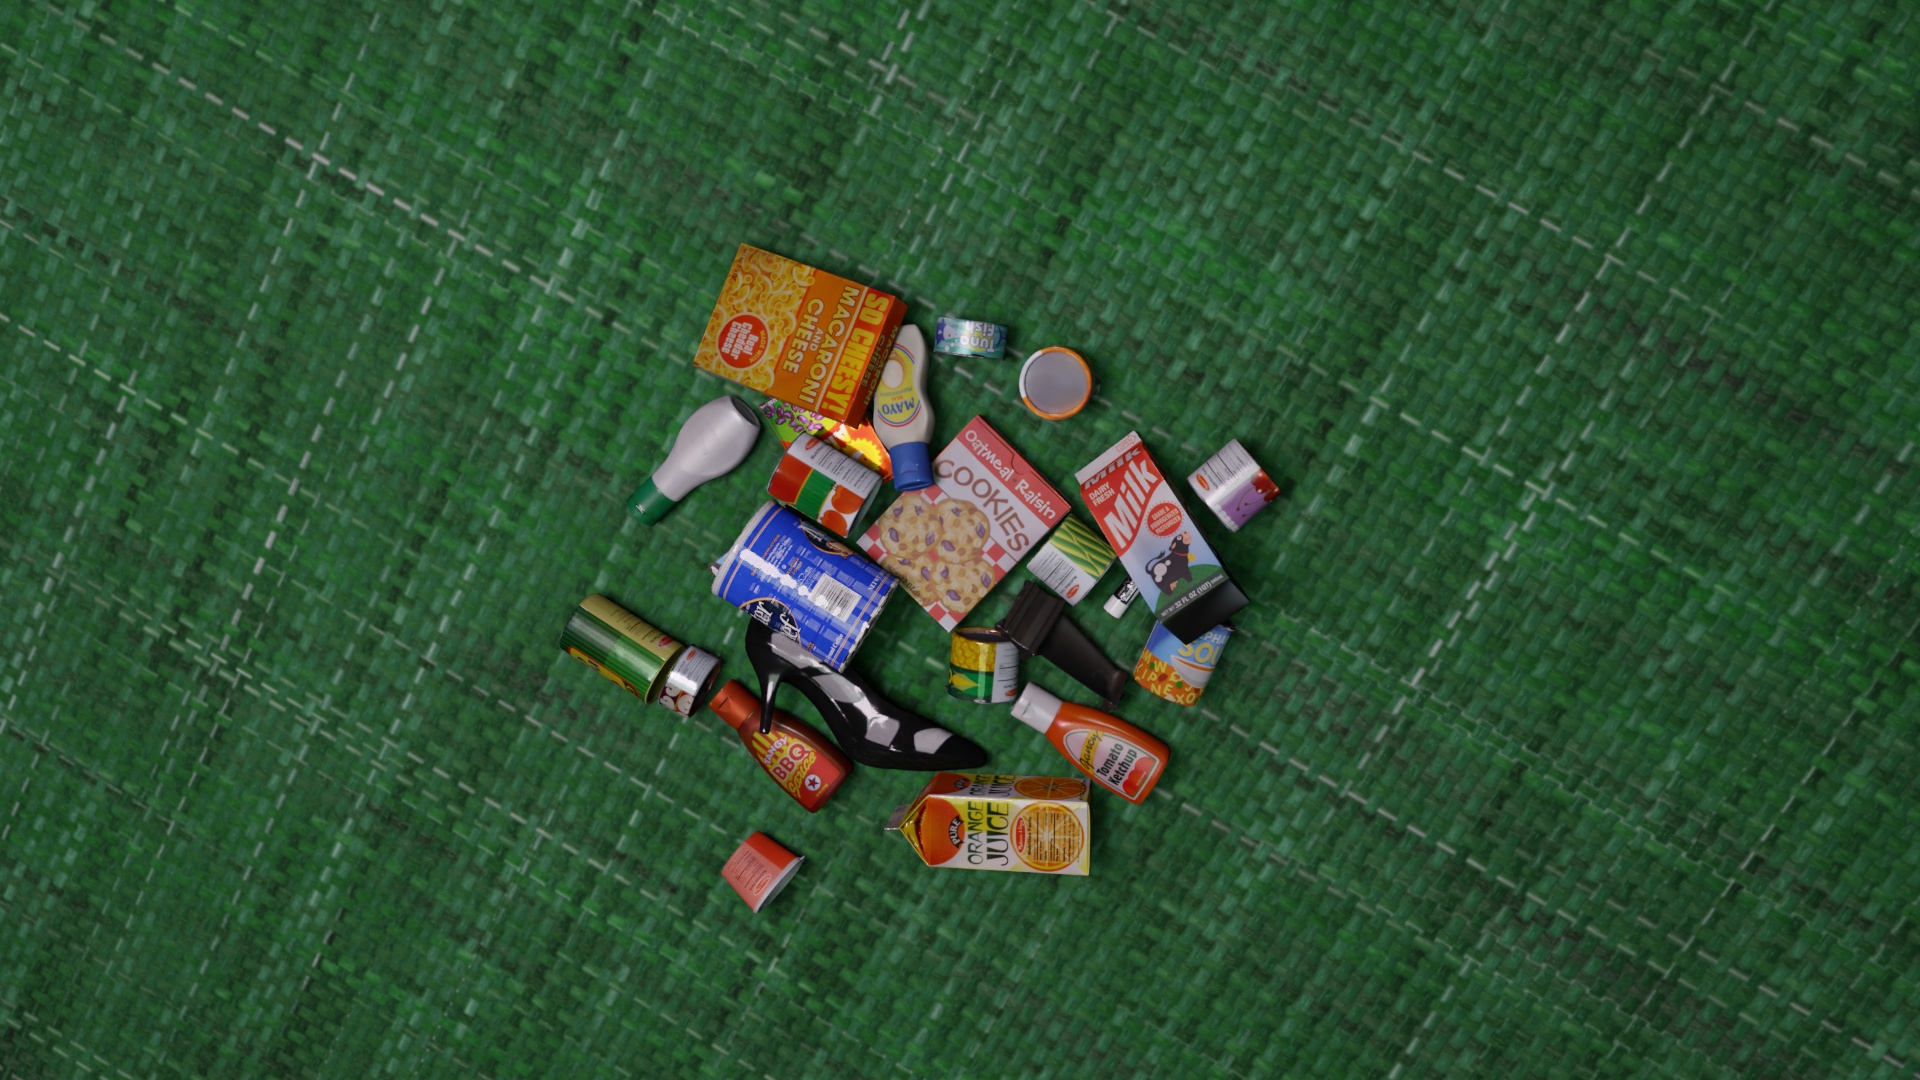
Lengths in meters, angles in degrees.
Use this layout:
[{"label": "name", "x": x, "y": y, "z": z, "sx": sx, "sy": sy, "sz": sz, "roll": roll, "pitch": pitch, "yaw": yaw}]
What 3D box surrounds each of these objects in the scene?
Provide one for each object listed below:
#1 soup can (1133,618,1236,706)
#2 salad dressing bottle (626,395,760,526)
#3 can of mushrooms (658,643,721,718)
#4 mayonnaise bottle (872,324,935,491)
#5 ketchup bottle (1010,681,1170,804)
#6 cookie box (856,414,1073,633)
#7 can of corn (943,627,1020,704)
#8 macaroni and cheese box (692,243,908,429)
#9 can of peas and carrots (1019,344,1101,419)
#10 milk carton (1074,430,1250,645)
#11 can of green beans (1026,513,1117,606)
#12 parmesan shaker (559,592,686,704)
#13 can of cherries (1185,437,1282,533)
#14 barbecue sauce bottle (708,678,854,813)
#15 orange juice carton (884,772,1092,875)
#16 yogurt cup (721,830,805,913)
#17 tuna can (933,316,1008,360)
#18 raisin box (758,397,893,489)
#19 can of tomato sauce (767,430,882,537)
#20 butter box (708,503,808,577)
[{"label": "soup can", "x": 0.206, "y": 0.101, "z": 1.269, "sx": 0.071, "sy": 0.071, "sz": 0.083, "roll": 23, "pitch": 101, "yaw": 4}, {"label": "salad dressing bottle", "x": -0.257, "y": -0.074, "z": 1.326, "sx": 0.147, "sy": 0.044, "sz": 0.064, "roll": -41, "pitch": 93, "yaw": 13}, {"label": "can of mushrooms", "x": -0.262, "y": 0.137, "z": 1.346, "sx": 0.033, "sy": 0.071, "sz": 0.071, "roll": 27, "pitch": 101, "yaw": 3}, {"label": "mayonnaise bottle", "x": -0.053, "y": -0.120, "z": 1.270, "sx": 0.065, "sy": 0.041, "sz": 0.148, "roll": -11, "pitch": 78, "yaw": 9}, {"label": "ketchup bottle", "x": 0.120, "y": 0.185, "z": 1.307, "sx": 0.149, "sy": 0.044, "sz": 0.064, "roll": 30, "pitch": 109, "yaw": 4}, {"label": "cookie box", "x": 0.005, "y": -0.016, "z": 1.297, "sx": 0.123, "sy": 0.040, "sz": 0.167, "roll": 44, "pitch": 102, "yaw": 1}, {"label": "can of corn", "x": 0.020, "y": 0.116, "z": 1.301, "sx": 0.071, "sy": 0.071, "sz": 0.058, "roll": 6, "pitch": 98, "yaw": 7}, {"label": "macaroni and cheese box", "x": -0.146, "y": -0.187, "z": 1.265, "sx": 0.166, "sy": 0.040, "sz": 0.123, "roll": 22, "pitch": 90, "yaw": 20}, {"label": "can of peas and carrots", "x": 0.091, "y": -0.143, "z": 1.258, "sx": 0.071, "sy": 0.059, "sz": 0.071, "roll": 1, "pitch": 99, "yaw": 8}, {"label": "milk carton", "x": 0.172, "y": -0.009, "z": 1.235, "sx": 0.072, "sy": 0.073, "sz": 0.191, "roll": -36, "pitch": 58, "yaw": 11}, {"label": "can of green beans", "x": 0.103, "y": 0.017, "z": 1.275, "sx": 0.058, "sy": 0.071, "sz": 0.071, "roll": 40, "pitch": 102, "yaw": 2}, {"label": "parmesan shaker", "x": -0.327, "y": 0.104, "z": 1.350, "sx": 0.103, "sy": 0.071, "sz": 0.071, "roll": 31, "pitch": 101, "yaw": 7}, {"label": "can of cherries", "x": 0.247, "y": -0.049, "z": 1.247, "sx": 0.058, "sy": 0.071, "sz": 0.071, "roll": -41, "pitch": 91, "yaw": 11}, {"label": "barbecue sauce bottle", "x": -0.178, "y": 0.196, "z": 1.352, "sx": 0.148, "sy": 0.044, "sz": 0.064, "roll": 40, "pitch": 103, "yaw": 1}, {"label": "orange juice carton", "x": 0.028, "y": 0.267, "z": 1.318, "sx": 0.193, "sy": 0.072, "sz": 0.073, "roll": 1, "pitch": 98, "yaw": 8}, {"label": "yogurt cup", "x": -0.197, "y": 0.323, "z": 1.364, "sx": 0.054, "sy": 0.072, "sz": 0.072, "roll": 38, "pitch": 102, "yaw": 10}, {"label": "tuna can", "x": 0.010, "y": -0.183, "z": 1.257, "sx": 0.071, "sy": 0.071, "sz": 0.032, "roll": 8, "pitch": 99, "yaw": 7}, {"label": "raisin box", "x": -0.119, "y": -0.097, "z": 1.305, "sx": 0.086, "sy": 0.040, "sz": 0.123, "roll": -30, "pitch": 94, "yaw": 10}, {"label": "can of tomato sauce", "x": -0.123, "y": -0.049, "z": 1.258, "sx": 0.083, "sy": 0.071, "sz": 0.071, "roll": 30, "pitch": 101, "yaw": 3}, {"label": "butter box", "x": -0.187, "y": 0.014, "z": 1.337, "sx": 0.103, "sy": 0.024, "sz": 0.053, "roll": -38, "pitch": 92, "yaw": 11}]
